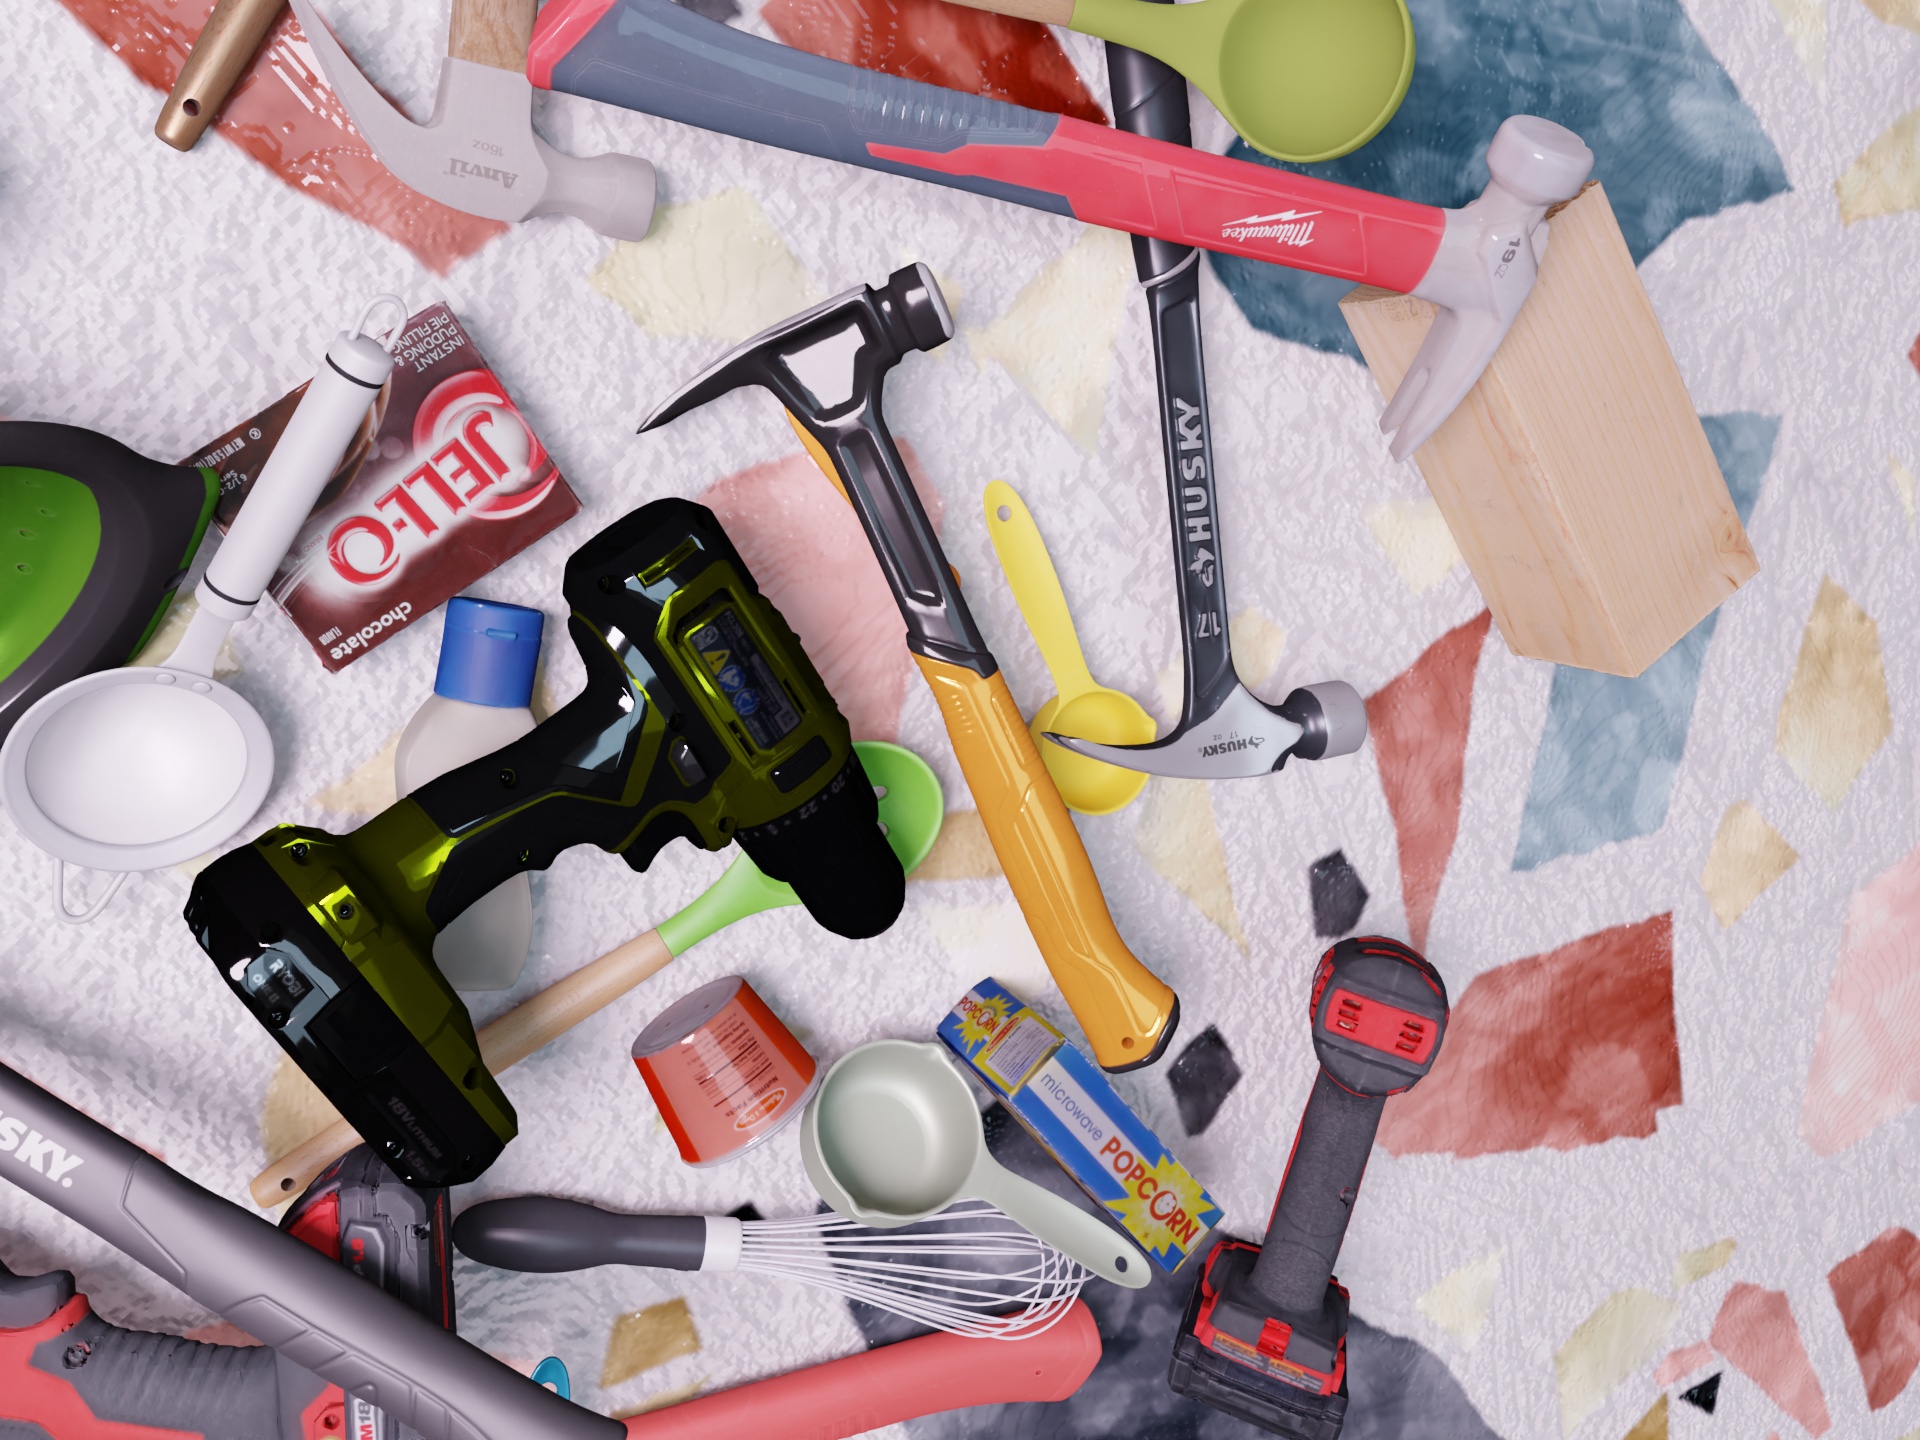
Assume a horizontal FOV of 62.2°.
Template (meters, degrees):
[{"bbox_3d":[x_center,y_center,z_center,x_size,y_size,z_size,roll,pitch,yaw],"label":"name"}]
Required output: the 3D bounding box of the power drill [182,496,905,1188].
[{"bbox_3d":[-0.134,0.055,0.581,0.228,0.080,0.190,-40,116,-21],"label":"power drill"}]

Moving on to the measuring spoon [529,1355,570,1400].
[{"bbox_3d":[-0.177,0.321,0.648,0.042,0.021,0.128,9,87,-21],"label":"measuring spoon"}]

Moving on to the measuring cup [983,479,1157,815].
[{"bbox_3d":[0.038,-0.032,0.705,0.062,0.029,0.156,-26,102,-19],"label":"measuring cup"}]

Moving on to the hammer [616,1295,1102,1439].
[{"bbox_3d":[-0.107,0.304,0.697,0.359,0.037,0.149,-8,102,-20],"label":"hammer"}]

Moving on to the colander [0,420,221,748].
[{"bbox_3d":[-0.386,-0.014,0.393,0.094,0.204,0.397,48,35,3],"label":"colander"}]

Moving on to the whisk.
[{"bbox_3d":[-0.073,0.228,0.687,0.284,0.070,0.070,9,96,-18],"label":"whisk"}]

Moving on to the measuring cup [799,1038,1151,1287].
[{"bbox_3d":[0.006,0.202,0.686,0.167,0.038,0.083,33,54,-7],"label":"measuring cup"}]

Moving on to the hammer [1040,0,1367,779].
[{"bbox_3d":[0.086,-0.173,0.677,0.149,0.036,0.409,-10,98,-21],"label":"hammer"}]

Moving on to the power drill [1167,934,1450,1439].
[{"bbox_3d":[0.170,0.207,0.746,0.078,0.143,0.219,18,94,13],"label":"power drill"}]

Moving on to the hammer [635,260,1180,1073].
[{"bbox_3d":[-0.001,-0.002,0.642,0.127,0.034,0.336,-23,102,9],"label":"hammer"}]

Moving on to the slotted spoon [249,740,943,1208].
[{"bbox_3d":[-0.145,0.103,0.652,0.314,0.031,0.070,-32,109,-12],"label":"slotted spoon"}]

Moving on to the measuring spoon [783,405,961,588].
[{"bbox_3d":[-0.036,-0.094,0.668,0.021,0.011,0.116,-42,112,-10],"label":"measuring spoon"}]

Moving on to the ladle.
[{"bbox_3d":[0.019,-0.279,0.604,0.320,0.062,0.078,9,104,-10],"label":"ladle"}]

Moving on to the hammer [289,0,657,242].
[{"bbox_3d":[-0.148,-0.341,0.536,0.130,0.031,0.331,3,107,-29],"label":"hammer"}]

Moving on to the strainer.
[{"bbox_3d":[-0.251,-0.037,0.540,0.086,0.050,0.258,20,117,-42],"label":"strainer"}]

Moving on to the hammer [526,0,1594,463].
[{"bbox_3d":[0.035,-0.194,0.598,0.386,0.038,0.143,8,133,-14],"label":"hammer"}]

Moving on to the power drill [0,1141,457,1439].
[{"bbox_3d":[-0.302,0.197,0.564,0.226,0.080,0.188,-3,89,-12],"label":"power drill"}]

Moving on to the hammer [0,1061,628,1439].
[{"bbox_3d":[-0.257,0.158,0.520,0.334,0.035,0.146,33,81,-3],"label":"hammer"}]

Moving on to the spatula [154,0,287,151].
[{"bbox_3d":[-0.193,-0.336,0.545,0.082,0.044,0.317,29,89,-32],"label":"spatula"}]
